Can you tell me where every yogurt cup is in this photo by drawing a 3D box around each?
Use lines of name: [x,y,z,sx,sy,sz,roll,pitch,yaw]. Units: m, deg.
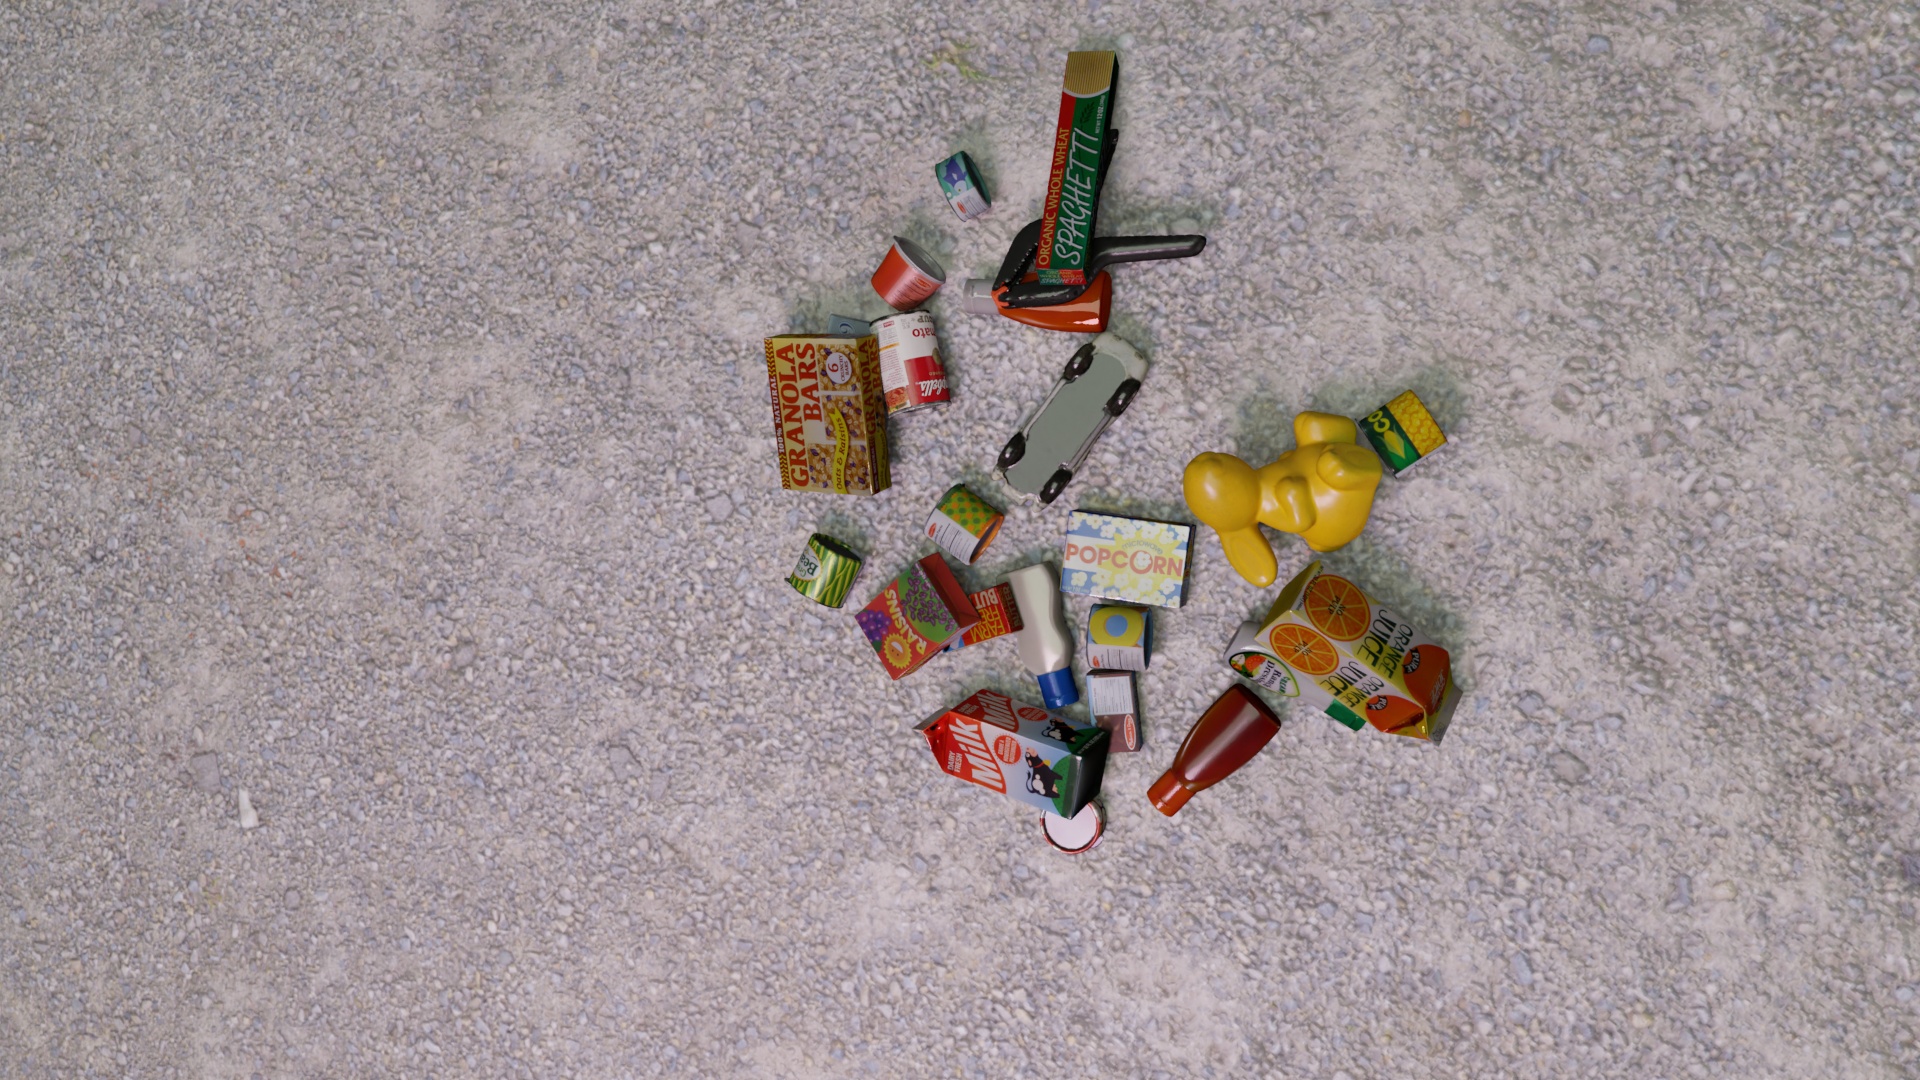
yogurt cup: [-0.057,-0.275,1.452,0.072,0.072,0.053,48,113,10]

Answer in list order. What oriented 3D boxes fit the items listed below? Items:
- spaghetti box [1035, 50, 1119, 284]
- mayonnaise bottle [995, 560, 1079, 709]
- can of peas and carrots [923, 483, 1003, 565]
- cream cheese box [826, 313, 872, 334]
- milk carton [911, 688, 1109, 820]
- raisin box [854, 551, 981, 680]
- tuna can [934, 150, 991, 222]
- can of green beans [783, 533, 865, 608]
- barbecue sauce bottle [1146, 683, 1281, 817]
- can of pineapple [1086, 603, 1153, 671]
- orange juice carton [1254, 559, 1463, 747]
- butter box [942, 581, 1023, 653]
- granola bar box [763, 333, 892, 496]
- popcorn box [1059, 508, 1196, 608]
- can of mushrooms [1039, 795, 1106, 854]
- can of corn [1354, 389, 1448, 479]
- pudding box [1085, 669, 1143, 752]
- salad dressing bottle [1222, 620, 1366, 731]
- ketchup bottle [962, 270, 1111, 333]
spaghetti box: [0.116,-0.369,1.369,0.050,0.028,0.250,4,74,17]
mayonnaise bottle: [0.085,0.099,1.438,0.064,0.041,0.148,-17,89,24]
can of peas and carrots: [0.005,-0.018,1.445,0.059,0.071,0.071,36,102,12]
cream cheese box: [-0.124,-0.189,1.496,0.053,0.024,0.103,15,97,15]
milk carton: [0.048,0.210,1.422,0.191,0.072,0.073,17,111,26]
raisin box: [-0.047,0.080,1.454,0.123,0.040,0.086,-41,77,39]
tuna can: [0.003,-0.366,1.428,0.033,0.071,0.071,-24,86,16]
can of green beans: [-0.143,0.032,1.490,0.071,0.071,0.057,30,101,13]
barbecue sauce bottle: [0.249,0.215,1.391,0.065,0.044,0.148,44,104,11]
can of pineapple: [0.161,0.096,1.401,0.058,0.071,0.071,3,94,16]
orange juice carton: [0.384,0.111,1.309,0.193,0.072,0.072,36,58,3]
butter box: [0.016,0.081,1.445,0.103,0.024,0.053,-21,86,43]
granola bar box: [-0.139,-0.134,1.463,0.124,0.039,0.165,5,109,32]
popcorn box: [0.169,0.018,1.409,0.127,0.038,0.085,8,95,16]
can of mushrooms: [0.118,0.291,1.440,0.071,0.033,0.071,1,92,17]
can of corn: [0.416,-0.103,1.312,0.058,0.071,0.071,-34,83,15]
pudding box: [0.157,0.174,1.424,0.049,0.030,0.083,-6,91,16]
salad dressing bottle: [0.331,0.134,1.357,0.148,0.044,0.064,30,144,7]
ketchup bottle: [0.078,-0.248,1.421,0.149,0.043,0.065,6,85,17]
